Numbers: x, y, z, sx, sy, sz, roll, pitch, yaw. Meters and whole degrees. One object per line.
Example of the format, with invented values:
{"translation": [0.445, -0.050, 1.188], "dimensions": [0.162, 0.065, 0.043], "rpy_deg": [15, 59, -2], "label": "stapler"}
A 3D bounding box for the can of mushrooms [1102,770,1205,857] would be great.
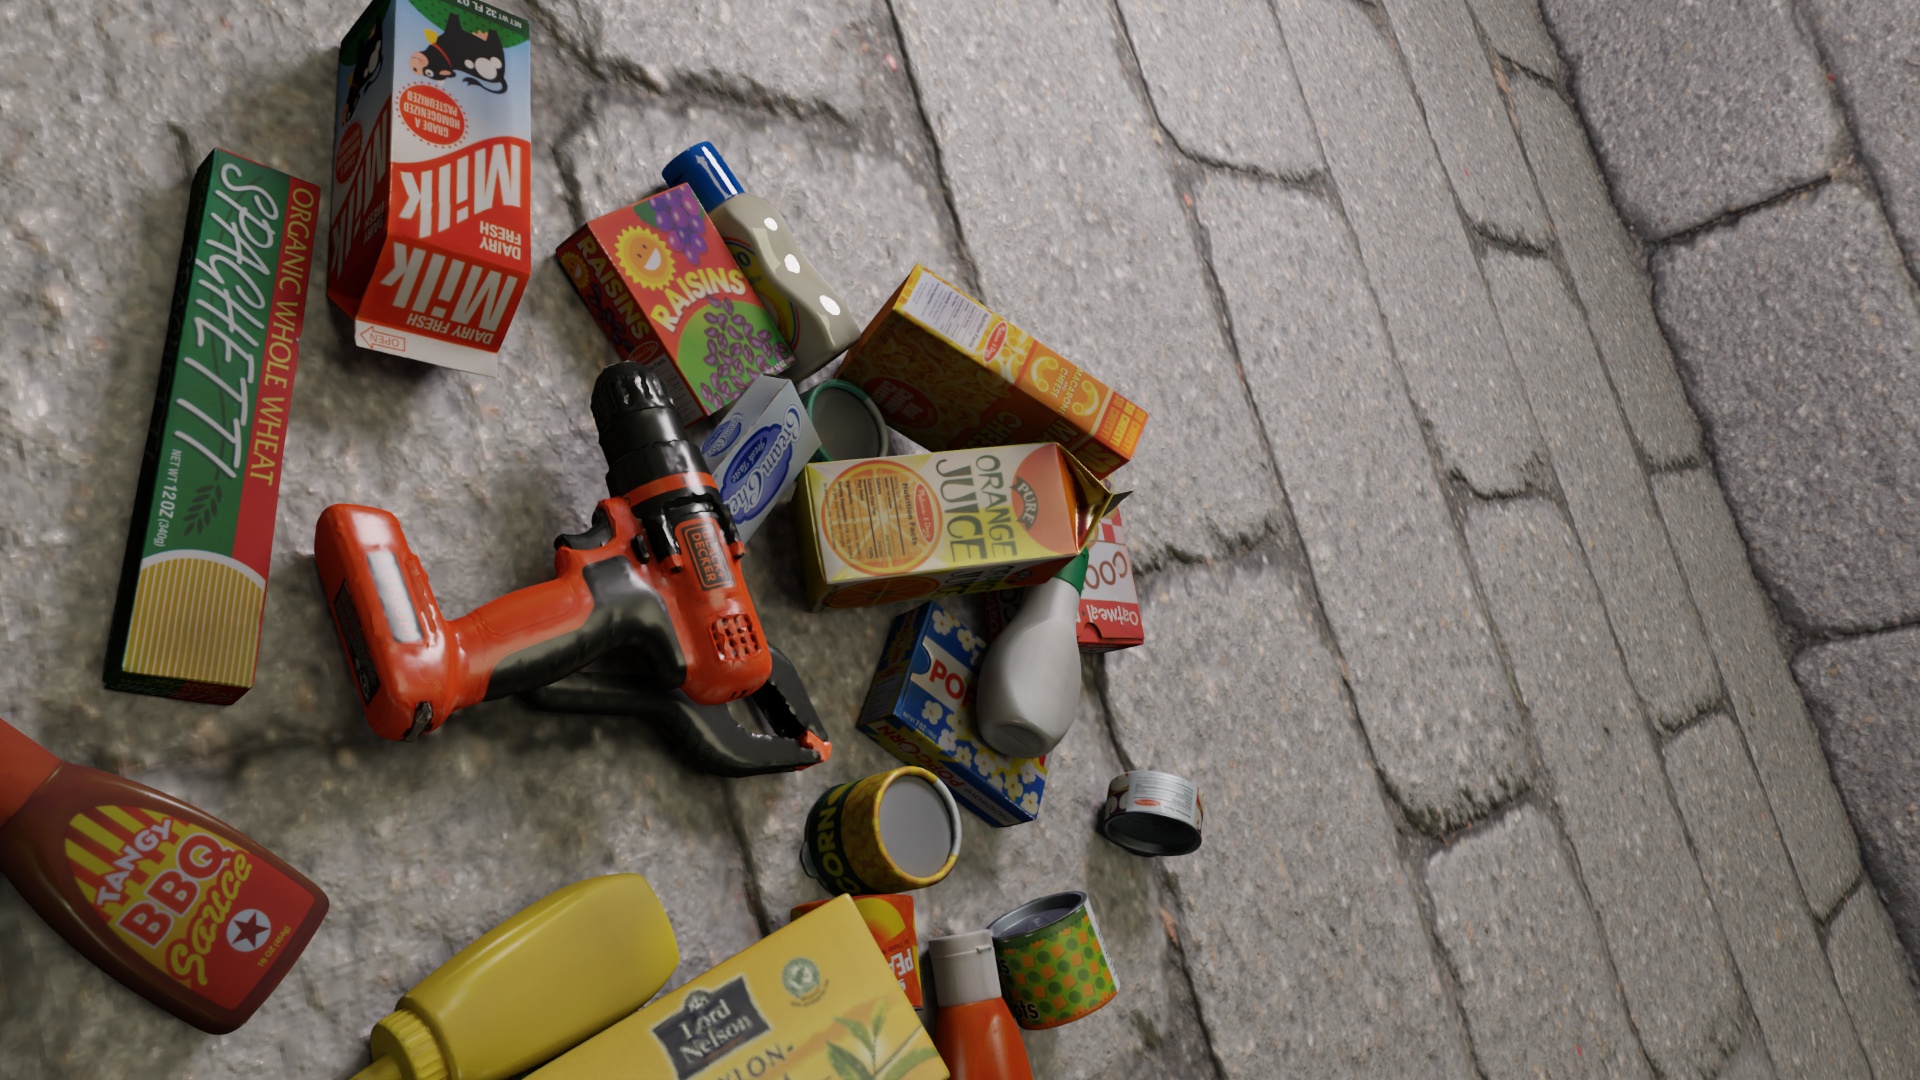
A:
{"translation": [0.129, 0.184, 0.932], "dimensions": [0.071, 0.071, 0.034], "rpy_deg": [36, 49, -30], "label": "can of mushrooms"}

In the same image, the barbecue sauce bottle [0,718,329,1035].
{"translation": [-0.316, 0.119, 0.517], "dimensions": [0.148, 0.043, 0.065], "rpy_deg": [45, 47, -21], "label": "barbecue sauce bottle"}

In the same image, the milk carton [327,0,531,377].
{"translation": [-0.261, -0.173, 0.685], "dimensions": [0.072, 0.073, 0.191], "rpy_deg": [11, 65, -43], "label": "milk carton"}

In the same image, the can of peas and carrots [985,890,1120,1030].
{"translation": [0.052, 0.249, 0.822], "dimensions": [0.071, 0.070, 0.058], "rpy_deg": [-19, 87, -48], "label": "can of peas and carrots"}

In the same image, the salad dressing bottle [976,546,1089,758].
{"translation": [0.050, 0.062, 0.862], "dimensions": [0.064, 0.044, 0.148], "rpy_deg": [36, 49, -22], "label": "salad dressing bottle"}

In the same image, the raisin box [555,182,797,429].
{"translation": [-0.161, -0.133, 0.796], "dimensions": [0.086, 0.040, 0.123], "rpy_deg": [-42, 104, -46], "label": "raisin box"}

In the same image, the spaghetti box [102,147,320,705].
{"translation": [-0.321, -0.055, 0.603], "dimensions": [0.050, 0.028, 0.251], "rpy_deg": [17, 61, -41], "label": "spaghetti box"}

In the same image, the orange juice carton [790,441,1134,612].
{"translation": [0.003, -0.010, 0.820], "dimensions": [0.193, 0.071, 0.073], "rpy_deg": [-6, 75, -16], "label": "orange juice carton"}

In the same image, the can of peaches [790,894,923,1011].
{"translation": [-0.054, 0.217, 0.722], "dimensions": [0.071, 0.071, 0.058], "rpy_deg": [14, 62, -42], "label": "can of peaches"}

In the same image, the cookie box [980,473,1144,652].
{"translation": [0.062, -0.006, 0.966], "dimensions": [0.123, 0.040, 0.168], "rpy_deg": [6, 68, -44], "label": "cookie box"}

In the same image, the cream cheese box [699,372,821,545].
{"translation": [-0.121, -0.039, 0.775], "dimensions": [0.104, 0.024, 0.053], "rpy_deg": [-57, 143, -29], "label": "cream cheese box"}

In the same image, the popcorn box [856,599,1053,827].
{"translation": [0.003, 0.109, 0.855], "dimensions": [0.126, 0.038, 0.085], "rpy_deg": [40, 49, -26], "label": "popcorn box"}

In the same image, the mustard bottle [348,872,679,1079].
{"translation": [-0.198, 0.199, 0.597], "dimensions": [0.161, 0.048, 0.065], "rpy_deg": [-21, 85, -48], "label": "mustard bottle"}

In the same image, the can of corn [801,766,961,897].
{"translation": [-0.043, 0.163, 0.766], "dimensions": [0.071, 0.058, 0.071], "rpy_deg": [22, 57, -38], "label": "can of corn"}

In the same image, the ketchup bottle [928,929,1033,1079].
{"translation": [0.012, 0.295, 0.773], "dimensions": [0.065, 0.043, 0.149], "rpy_deg": [7, 67, -45], "label": "ketchup bottle"}

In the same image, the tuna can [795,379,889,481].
{"translation": [-0.080, -0.064, 0.852], "dimensions": [0.071, 0.032, 0.071], "rpy_deg": [22, 57, -39], "label": "tuna can"}

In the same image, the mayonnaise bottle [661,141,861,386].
{"translation": [-0.123, -0.168, 0.836], "dimensions": [0.148, 0.064, 0.041], "rpy_deg": [55, 46, -6], "label": "mayonnaise bottle"}

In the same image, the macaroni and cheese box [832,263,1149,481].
{"translation": [0.015, -0.087, 0.858], "dimensions": [0.166, 0.123, 0.040], "rpy_deg": [31, 64, -12], "label": "macaroni and cheese box"}
